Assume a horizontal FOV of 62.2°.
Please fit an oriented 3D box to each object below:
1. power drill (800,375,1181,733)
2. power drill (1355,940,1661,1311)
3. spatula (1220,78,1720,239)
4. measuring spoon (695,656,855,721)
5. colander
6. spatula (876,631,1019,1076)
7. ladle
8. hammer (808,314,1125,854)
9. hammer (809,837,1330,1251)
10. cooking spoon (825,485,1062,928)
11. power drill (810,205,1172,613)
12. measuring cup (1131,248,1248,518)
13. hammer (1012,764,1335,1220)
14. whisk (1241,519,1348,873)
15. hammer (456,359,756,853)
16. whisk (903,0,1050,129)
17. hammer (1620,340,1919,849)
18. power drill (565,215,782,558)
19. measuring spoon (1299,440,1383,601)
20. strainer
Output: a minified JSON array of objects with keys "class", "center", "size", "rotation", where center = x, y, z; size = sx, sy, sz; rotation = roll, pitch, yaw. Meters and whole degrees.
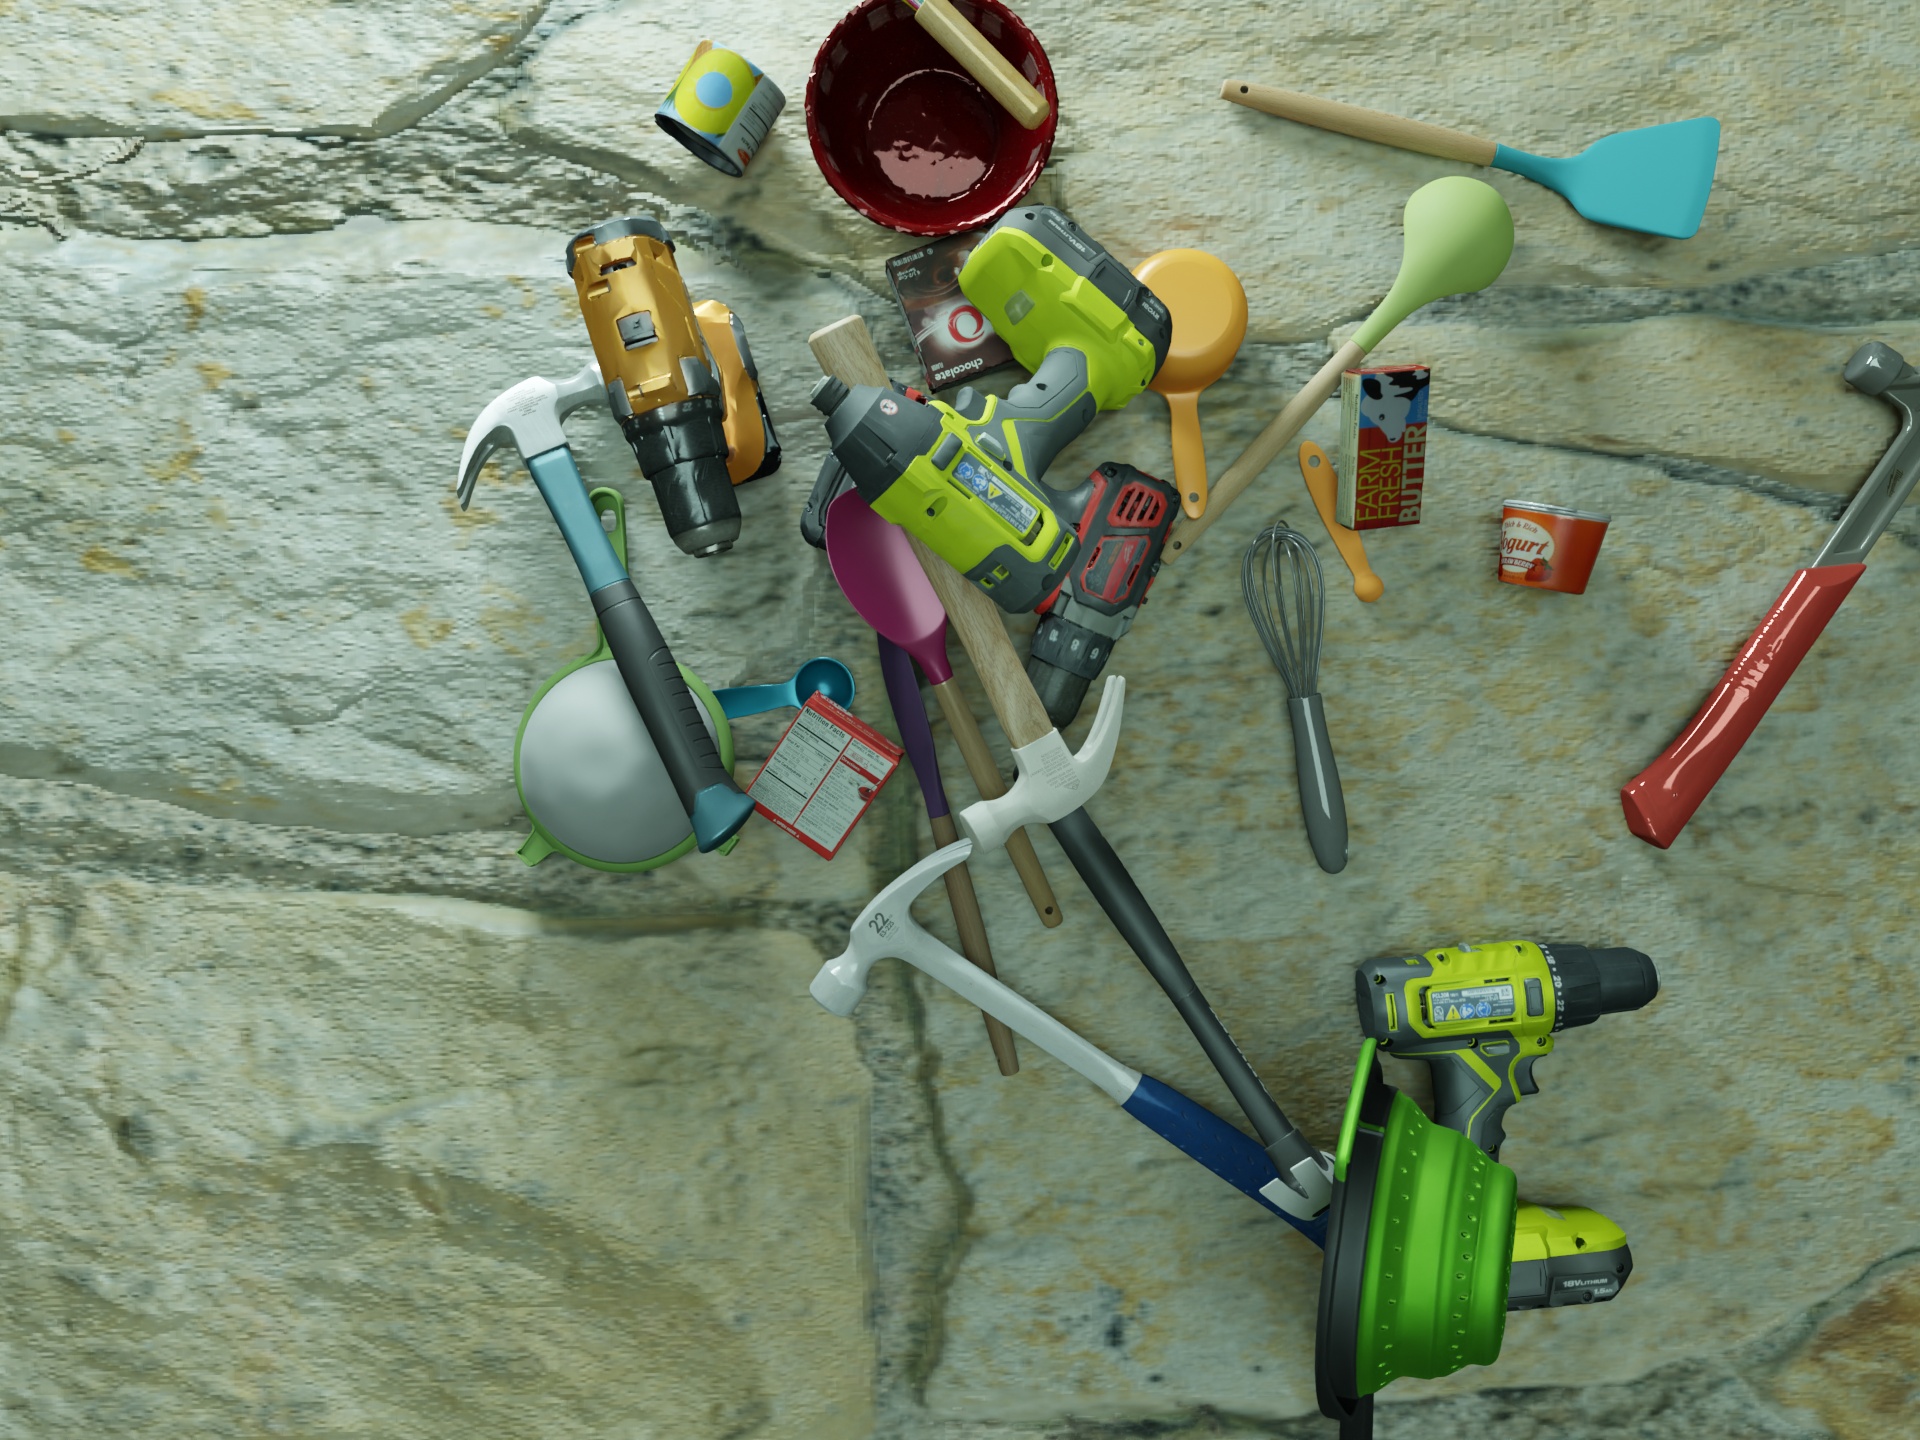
[{"class":"power drill","center":[0.011,-0.106,1.034],"size":[0.226,0.080,0.188],"rotation":[23,97,-5]},{"class":"power drill","center":[0.369,0.258,1.045],"size":[0.190,0.080,0.228],"rotation":[-6,89,1]},{"class":"spatula","center":[0.327,-0.382,1.040],"size":[0.317,0.044,0.082],"rotation":[13,88,1]},{"class":"measuring spoon","center":[-0.131,-0.016,1.068],"size":[0.128,0.021,0.042],"rotation":[-8,97,9]},{"class":"colander","center":[0.279,0.377,0.965],"size":[0.094,0.205,0.396],"rotation":[6,123,21]},{"class":"spatula","center":[-0.008,0.087,1.056],"size":[0.018,0.060,0.316],"rotation":[-18,97,-21]},{"class":"ladle","center":[0.242,-0.226,1.053],"size":[0.078,0.062,0.320],"rotation":[41,98,-6]},{"class":"hammer","center":[-0.002,-0.090,0.973],"size":[0.130,0.031,0.331],"rotation":[-28,101,-11]},{"class":"hammer","center":[0.107,0.232,1.045],"size":[0.405,0.035,0.144],"rotation":[34,101,-6]},{"class":"cooking spoon","center":[-0.002,-0.003,1.015],"size":[0.069,0.017,0.318],"rotation":[-27,106,-9]},{"class":"power drill","center":[0.022,-0.193,0.934],"size":[0.171,0.080,0.223],"rotation":[38,57,-13]},{"class":"measuring cup","center":[0.147,-0.220,1.031],"size":[0.095,0.052,0.174],"rotation":[-5,84,-1]},{"class":"hammer","center":[0.132,0.160,0.998],"size":[0.035,0.146,0.335],"rotation":[-36,72,8]},{"class":"whisk","center":[0.228,-0.014,1.051],"size":[0.055,0.055,0.239],"rotation":[-11,95,0]},{"class":"hammer","center":[-0.214,-0.071,1.006],"size":[0.128,0.033,0.331],"rotation":[-24,78,-15]},{"class":"whisk","center":[-0.035,-0.461,0.983],"size":[0.245,0.051,0.047],"rotation":[44,85,-4]},{"class":"hammer","center":[0.564,-0.065,1.054],"size":[0.149,0.037,0.359],"rotation":[34,91,-1]},{"class":"power drill","center":[-0.163,-0.184,0.954],"size":[0.084,0.226,0.185],"rotation":[-18,92,1]},{"class":"measuring spoon","center":[0.254,-0.133,1.063],"size":[0.021,0.011,0.117],"rotation":[-24,92,1]},{"class":"strainer","center":[-0.230,-0.026,1.033],"size":[0.151,0.069,0.256],"rotation":[-3,91,5]}]
